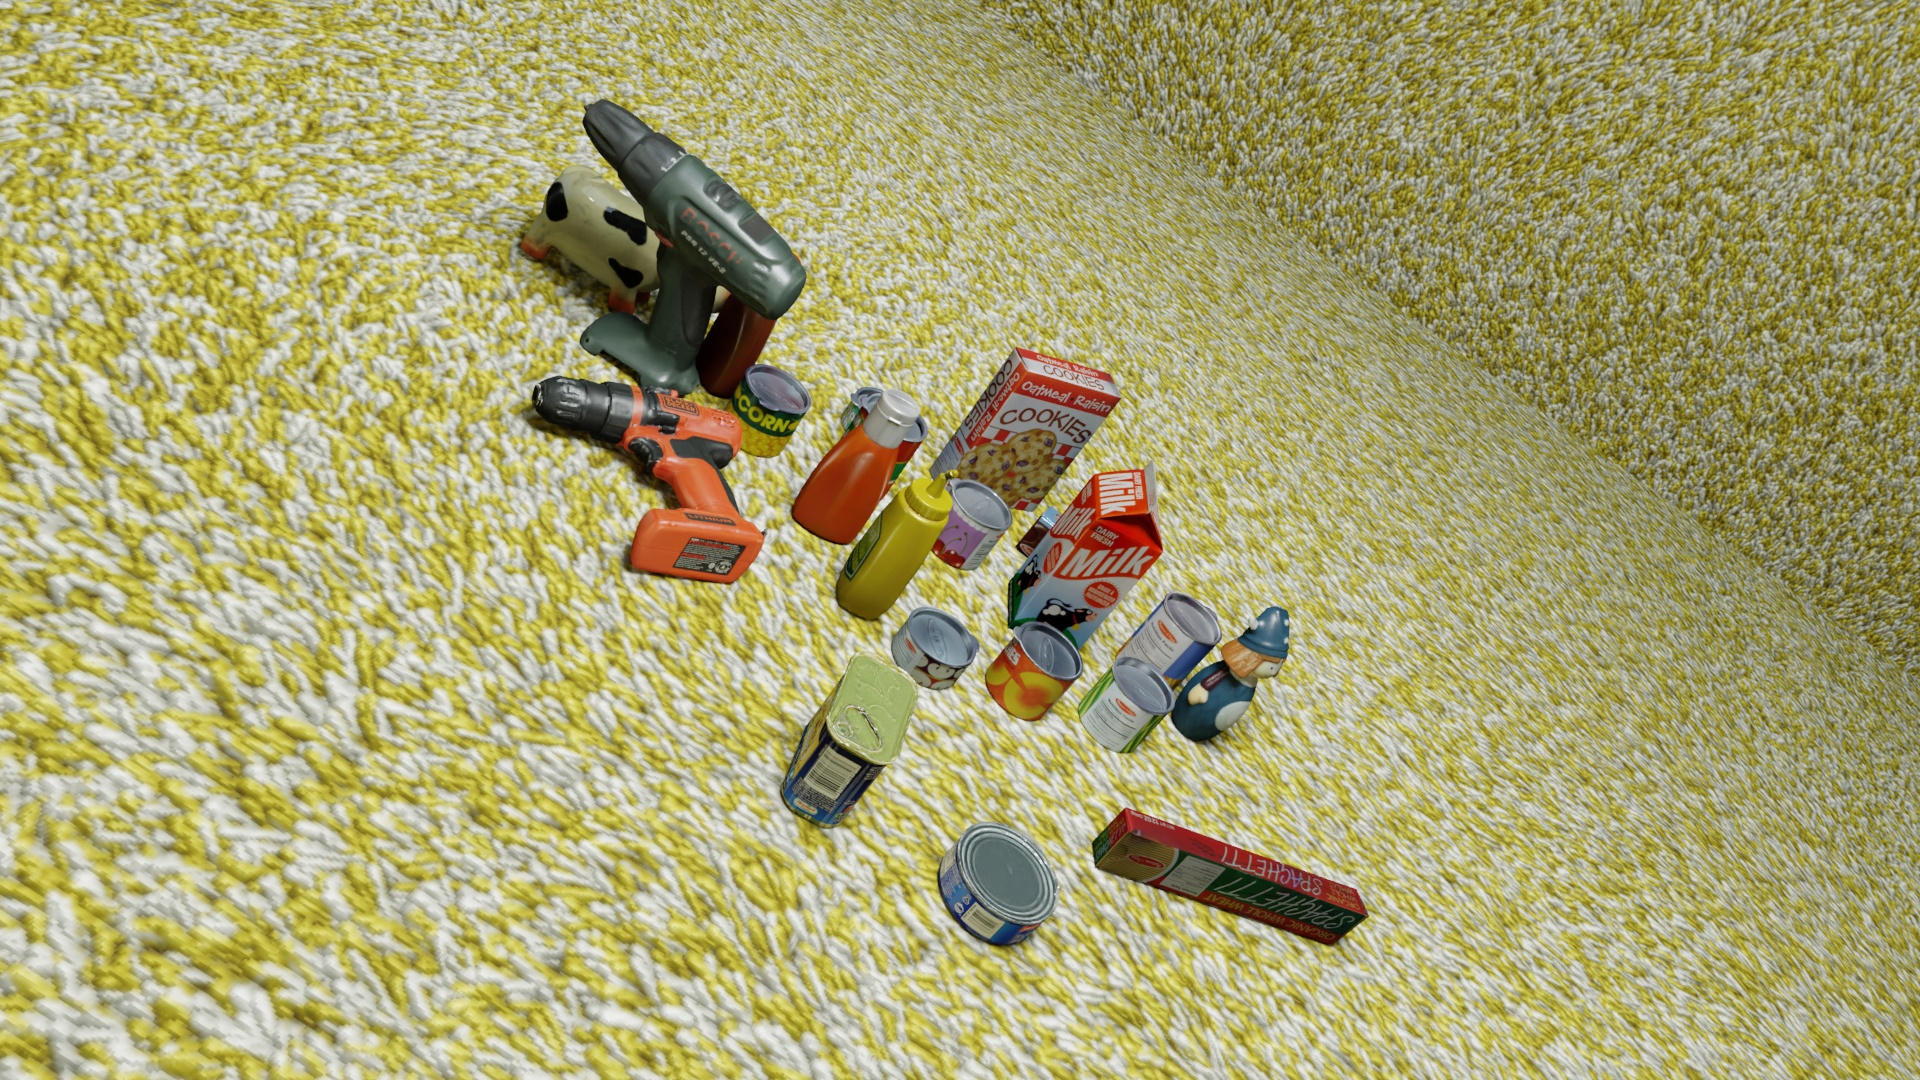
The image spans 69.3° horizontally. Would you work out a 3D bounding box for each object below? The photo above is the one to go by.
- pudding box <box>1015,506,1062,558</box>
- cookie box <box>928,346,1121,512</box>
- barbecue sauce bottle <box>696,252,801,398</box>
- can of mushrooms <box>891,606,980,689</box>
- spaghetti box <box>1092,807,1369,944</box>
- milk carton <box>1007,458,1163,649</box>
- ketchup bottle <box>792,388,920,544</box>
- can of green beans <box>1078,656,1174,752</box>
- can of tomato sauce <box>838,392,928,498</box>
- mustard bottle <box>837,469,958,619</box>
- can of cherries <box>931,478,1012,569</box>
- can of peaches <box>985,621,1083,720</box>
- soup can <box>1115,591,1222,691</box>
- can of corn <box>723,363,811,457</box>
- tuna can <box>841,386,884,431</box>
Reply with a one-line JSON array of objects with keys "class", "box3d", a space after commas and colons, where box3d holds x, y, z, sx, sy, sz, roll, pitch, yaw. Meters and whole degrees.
[{"class": "pudding box", "box3d": [0.103, 0.011, 1.380, 0.084, 0.049, 0.030, 38, 31, 3]}, {"class": "cookie box", "box3d": [0.064, -0.108, 1.387, 0.123, 0.166, 0.040, 10, 40, -36]}, {"class": "barbecue sauce bottle", "box3d": [-0.196, -0.204, 1.279, 0.044, 0.147, 0.065, 9, 41, -38]}, {"class": "can of mushrooms", "box3d": [-0.021, 0.091, 1.169, 0.071, 0.033, 0.071, 25, 33, -18]}, {"class": "spaghetti box", "box3d": [0.224, 0.279, 1.143, 0.250, 0.050, 0.029, 23, 34, -21]}, {"class": "milk carton", "box3d": [0.123, 0.011, 1.265, 0.073, 0.189, 0.073, 27, 32, -16]}, {"class": "ketchup bottle", "box3d": [-0.086, -0.065, 1.202, 0.065, 0.148, 0.044, 27, 32, -16]}, {"class": "can of green beans", "box3d": [0.147, 0.147, 1.236, 0.071, 0.057, 0.071, 25, 33, -18]}, {"class": "can of tomato sauce", "box3d": [-0.081, -0.086, 1.298, 0.071, 0.082, 0.071, 25, 33, -18]}, {"class": "mustard bottle", "box3d": [-0.048, -0.005, 1.149, 0.049, 0.159, 0.065, 25, 33, -18]}, {"class": "can of cherries", "box3d": [0.005, -0.016, 1.312, 0.071, 0.058, 0.072, 25, 33, -18]}, {"class": "can of peaches", "box3d": [0.061, 0.112, 1.198, 0.071, 0.057, 0.071, 25, 33, -18]}, {"class": "soup can", "box3d": [0.199, 0.100, 1.323, 0.071, 0.083, 0.072, 25, 33, -18]}, {"class": "can of corn", "box3d": [-0.179, -0.117, 1.266, 0.071, 0.058, 0.071, 25, 33, -18]}, {"class": "tuna can", "box3d": [-0.086, -0.120, 1.386, 0.071, 0.032, 0.071, 25, 33, -18]}]
